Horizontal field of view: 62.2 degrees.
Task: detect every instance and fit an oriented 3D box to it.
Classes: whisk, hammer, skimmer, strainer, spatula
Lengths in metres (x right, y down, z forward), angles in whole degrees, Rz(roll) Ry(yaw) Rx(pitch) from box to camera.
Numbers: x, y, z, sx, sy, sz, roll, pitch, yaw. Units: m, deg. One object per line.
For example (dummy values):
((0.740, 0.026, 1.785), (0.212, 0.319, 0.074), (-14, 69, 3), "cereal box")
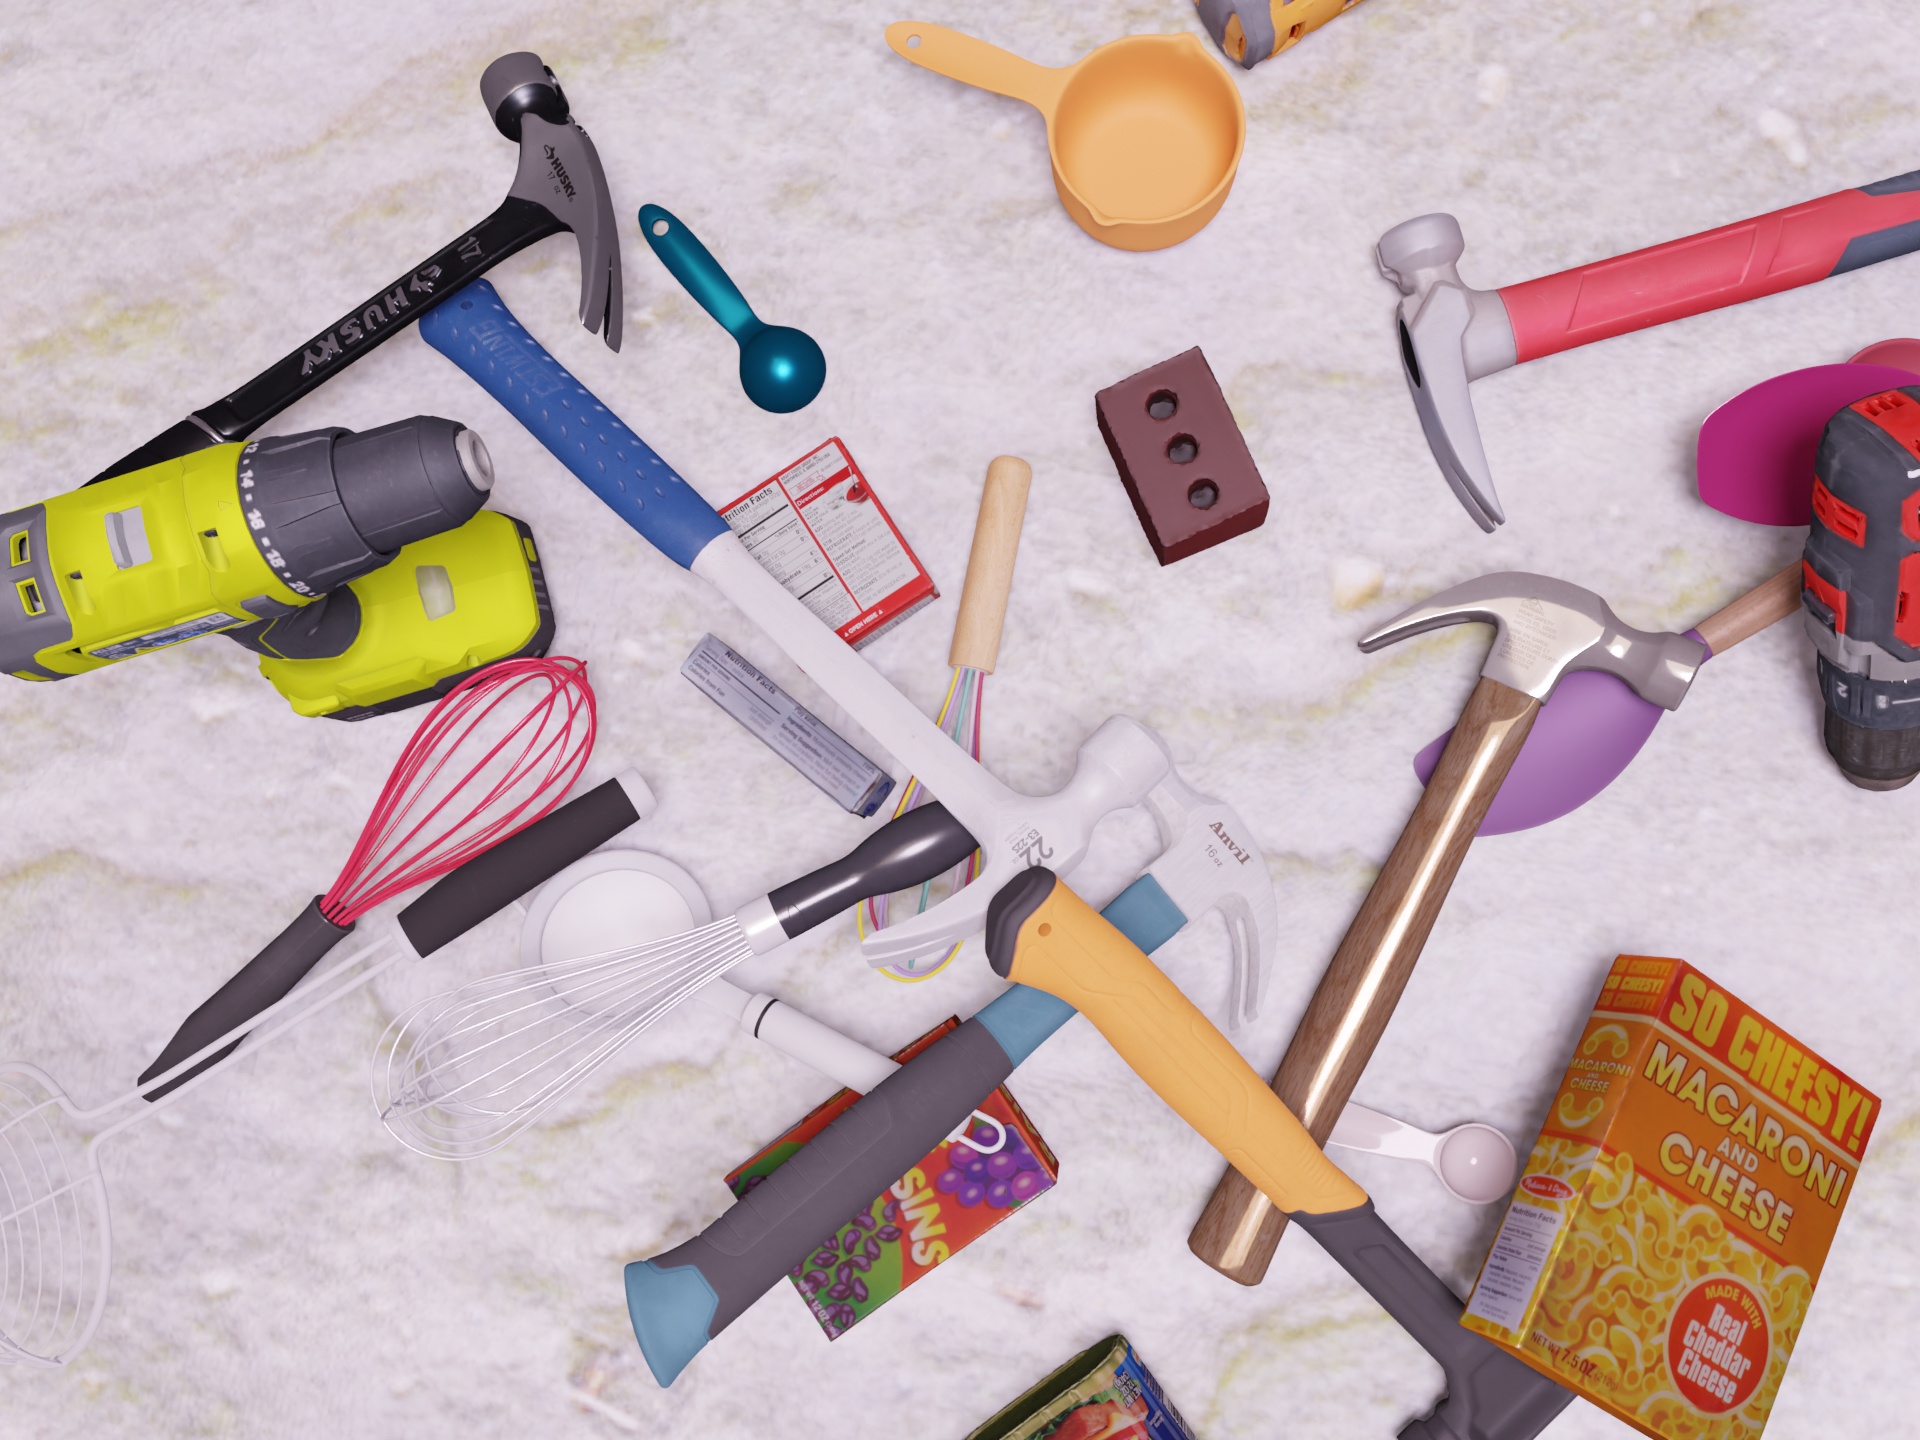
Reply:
((-0.275, 0.076, 0.734), (0.296, 0.073, 0.073), (-43, 83, 6), "whisk")
((-0.330, -0.139, 0.740), (0.409, 0.036, 0.149), (-31, 70, 10), "hammer")
((0.138, 0.174, 0.638), (0.127, 0.034, 0.336), (-45, 105, 0), "hammer")
((-0.106, -0.064, 0.693), (0.144, 0.035, 0.406), (-42, 70, -15), "hammer")
((0.185, 0.088, 0.688), (0.130, 0.031, 0.331), (27, 90, 21), "hammer")
((-0.287, 0.137, 0.694), (0.363, 0.090, 0.127), (-33, 69, -12), "skimmer")
((-0.095, 0.128, 0.700), (0.258, 0.050, 0.087), (24, 64, 18), "strainer")
((0.002, 0.139, 0.648), (0.331, 0.033, 0.128), (-36, 80, -23), "hammer")
((0.392, -0.200, 0.703), (0.386, 0.038, 0.143), (-15, 85, 4), "hammer")
((-0.003, -0.003, 0.721), (0.047, 0.051, 0.245), (10, 83, 12), "whisk")
((0.343, -0.046, 0.682), (0.316, 0.018, 0.060), (-35, 85, 13), "spatula")
((-0.111, 0.101, 0.665), (0.284, 0.070, 0.070), (-26, 84, -5), "whisk")

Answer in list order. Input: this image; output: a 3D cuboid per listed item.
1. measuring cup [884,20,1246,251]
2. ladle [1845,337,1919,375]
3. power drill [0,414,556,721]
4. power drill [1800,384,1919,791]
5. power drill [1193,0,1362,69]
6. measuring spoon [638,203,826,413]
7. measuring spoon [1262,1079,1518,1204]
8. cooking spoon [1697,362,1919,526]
((0.047, -0.278, 0.735), (0.173, 0.052, 0.095), (25, 88, 9), "measuring cup")
((0.528, -0.101, 0.688), (0.315, 0.031, 0.069), (15, 94, 4), "ladle")
((-0.255, -0.061, 0.654), (0.190, 0.228, 0.080), (-16, 84, 4), "power drill")
((0.446, -0.072, 0.629), (0.226, 0.187, 0.080), (-21, 40, 3), "power drill")
((0.154, -0.439, 0.725), (0.185, 0.084, 0.226), (-30, 88, 2), "power drill")
((-0.114, -0.201, 0.756), (0.042, 0.021, 0.128), (-41, 84, 1), "measuring spoon")
((0.182, 0.182, 0.705), (0.124, 0.018, 0.034), (15, 85, 13), "measuring spoon")
((0.471, -0.132, 0.668), (0.319, 0.017, 0.068), (-8, 111, 4), "cooking spoon")
